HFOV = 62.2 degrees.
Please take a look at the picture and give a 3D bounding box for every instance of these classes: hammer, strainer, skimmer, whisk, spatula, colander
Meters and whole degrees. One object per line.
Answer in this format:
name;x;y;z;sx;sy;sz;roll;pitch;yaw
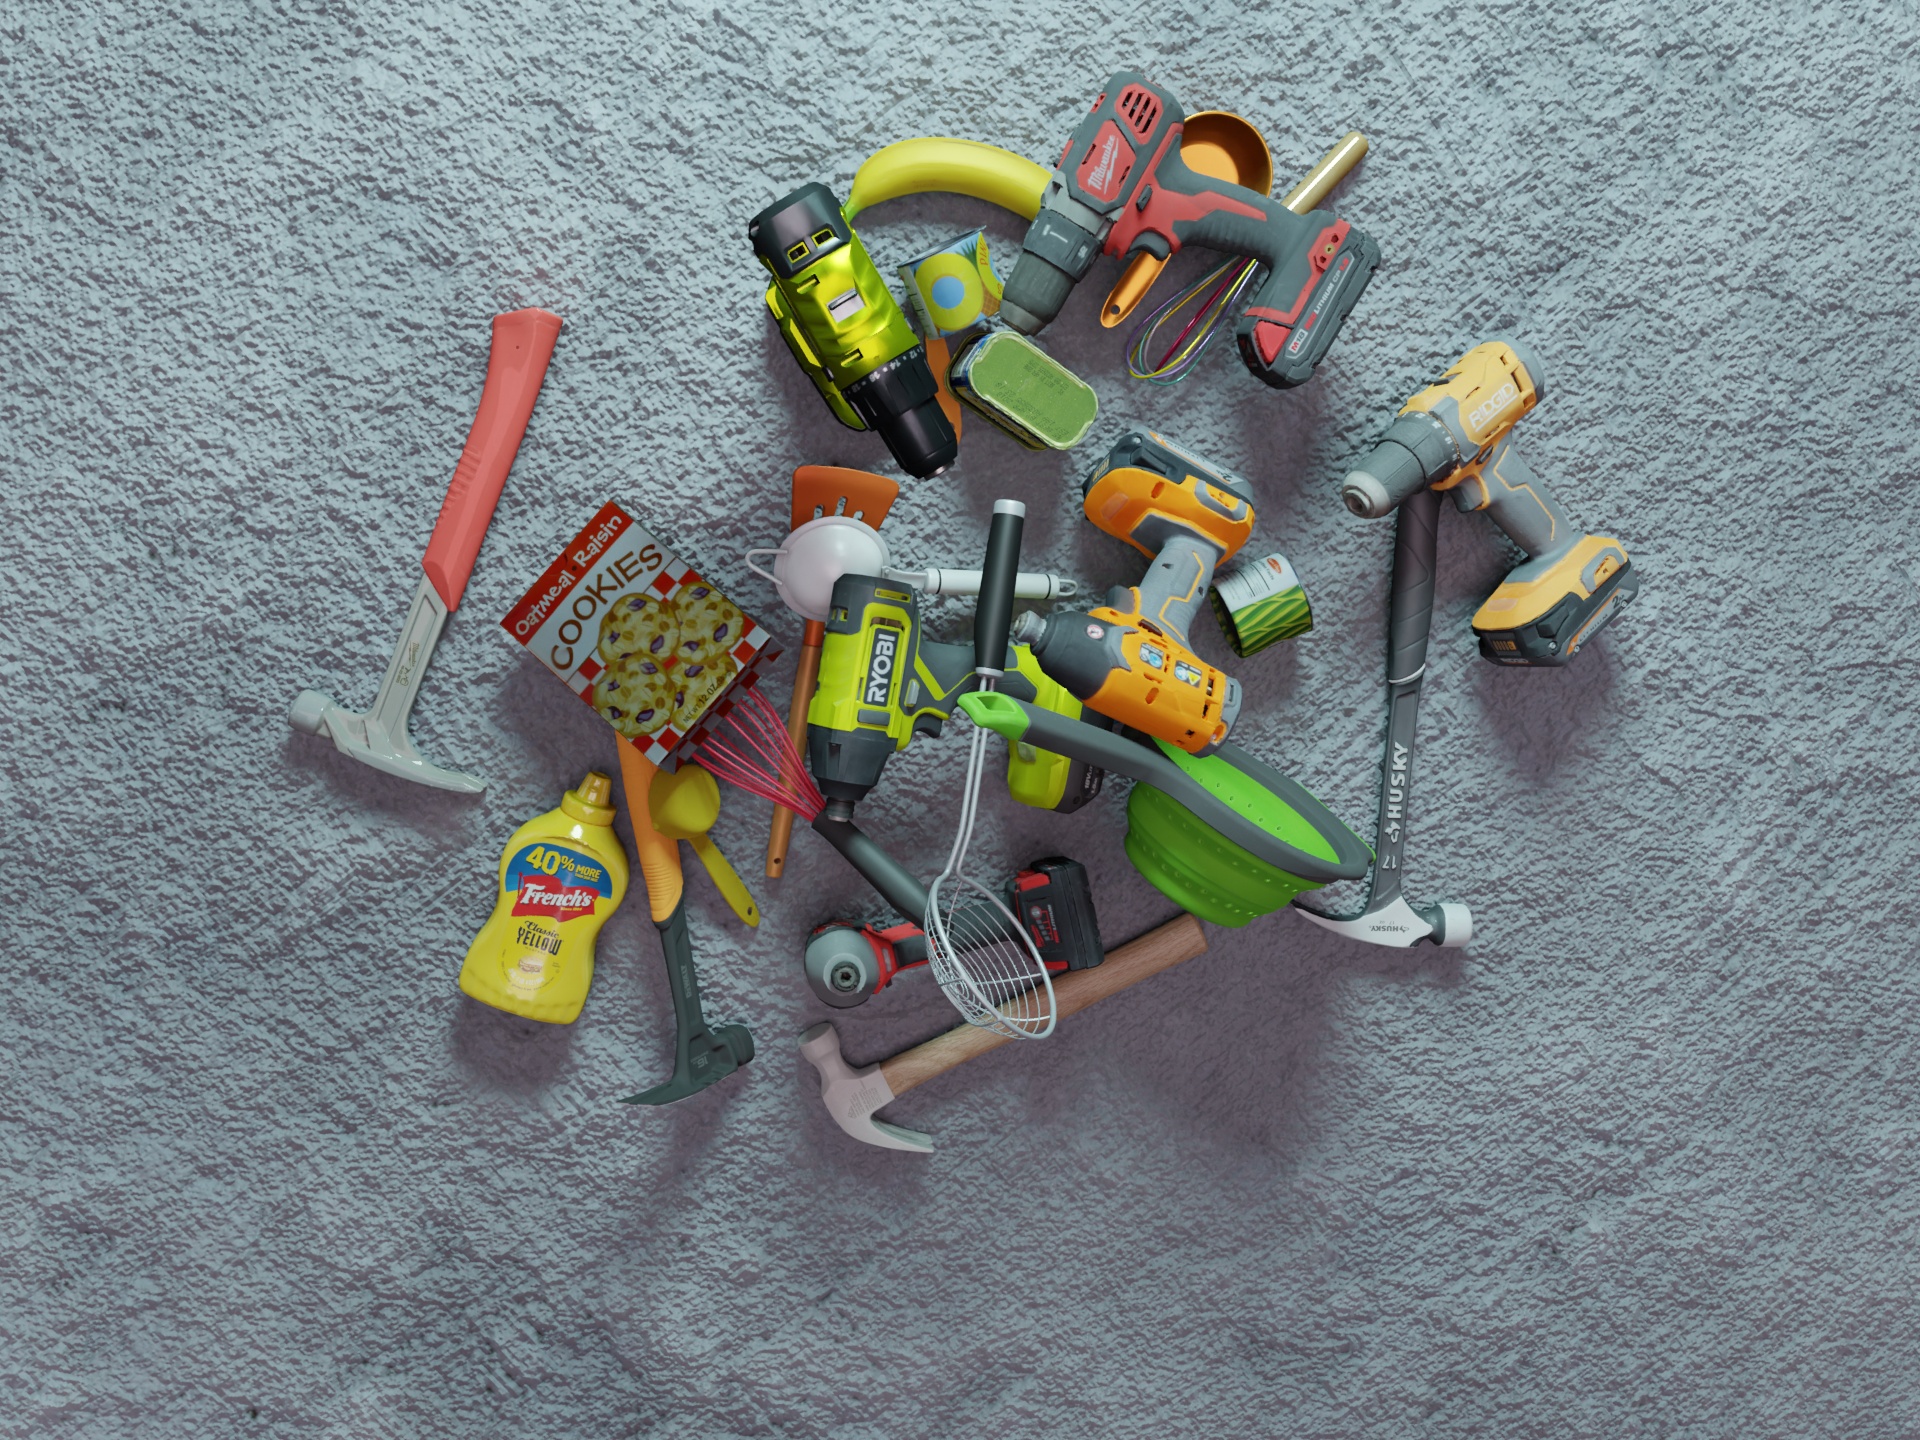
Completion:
hammer;0.045;0.242;1.277;0.331;0.031;0.130;-25;101;-1
hammer;-0.361;-0.128;1.167;0.149;0.037;0.359;22;98;-9
strainer;-0.029;-0.104;1.179;0.258;0.050;0.086;1;123;-22
hammer;-0.230;0.118;1.198;0.034;0.127;0.337;-5;97;33
hammer;0.345;-0.019;1.257;0.149;0.036;0.409;1;100;-5
skimmer;0.038;0.030;1.084;0.090;0.127;0.363;5;85;30
whisk;-0.114;0.057;1.161;0.296;0.073;0.073;41;95;16
whisk;0.216;-0.341;1.181;0.051;0.047;0.245;44;91;-10
spatula;-0.115;-0.032;1.206;0.081;0.041;0.322;7;101;-19
colander;0.130;0.066;1.118;0.396;0.205;0.094;18;111;-41

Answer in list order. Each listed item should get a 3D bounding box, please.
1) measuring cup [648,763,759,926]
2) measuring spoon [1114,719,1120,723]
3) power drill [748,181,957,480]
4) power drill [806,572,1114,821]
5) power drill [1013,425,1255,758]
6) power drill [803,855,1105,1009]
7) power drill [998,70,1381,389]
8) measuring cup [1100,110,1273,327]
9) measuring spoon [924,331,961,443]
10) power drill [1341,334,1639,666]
measuring cup;-0.184;0.099;1.211;0.029;0.062;0.156;-8;124;34
measuring spoon;0.099;0.018;1.245;0.042;0.021;0.128;34;94;-10
power drill;-0.068;-0.252;1.073;0.080;0.228;0.190;-31;102;1
power drill;-0.002;-0.004;1.156;0.223;0.080;0.171;9;91;-31
power drill;0.125;-0.098;1.127;0.164;0.084;0.227;24;53;-15
power drill;-0.010;0.166;1.201;0.219;0.143;0.078;-12;90;-5
power drill;0.154;-0.316;1.113;0.226;0.080;0.188;29;100;-7
measuring cup;0.154;-0.362;1.167;0.095;0.052;0.173;35;99;-11
measuring spoon;-0.017;-0.262;1.190;0.021;0.011;0.117;-16;105;-20
power drill;0.391;-0.145;1.185;0.185;0.084;0.226;-39;107;-19
